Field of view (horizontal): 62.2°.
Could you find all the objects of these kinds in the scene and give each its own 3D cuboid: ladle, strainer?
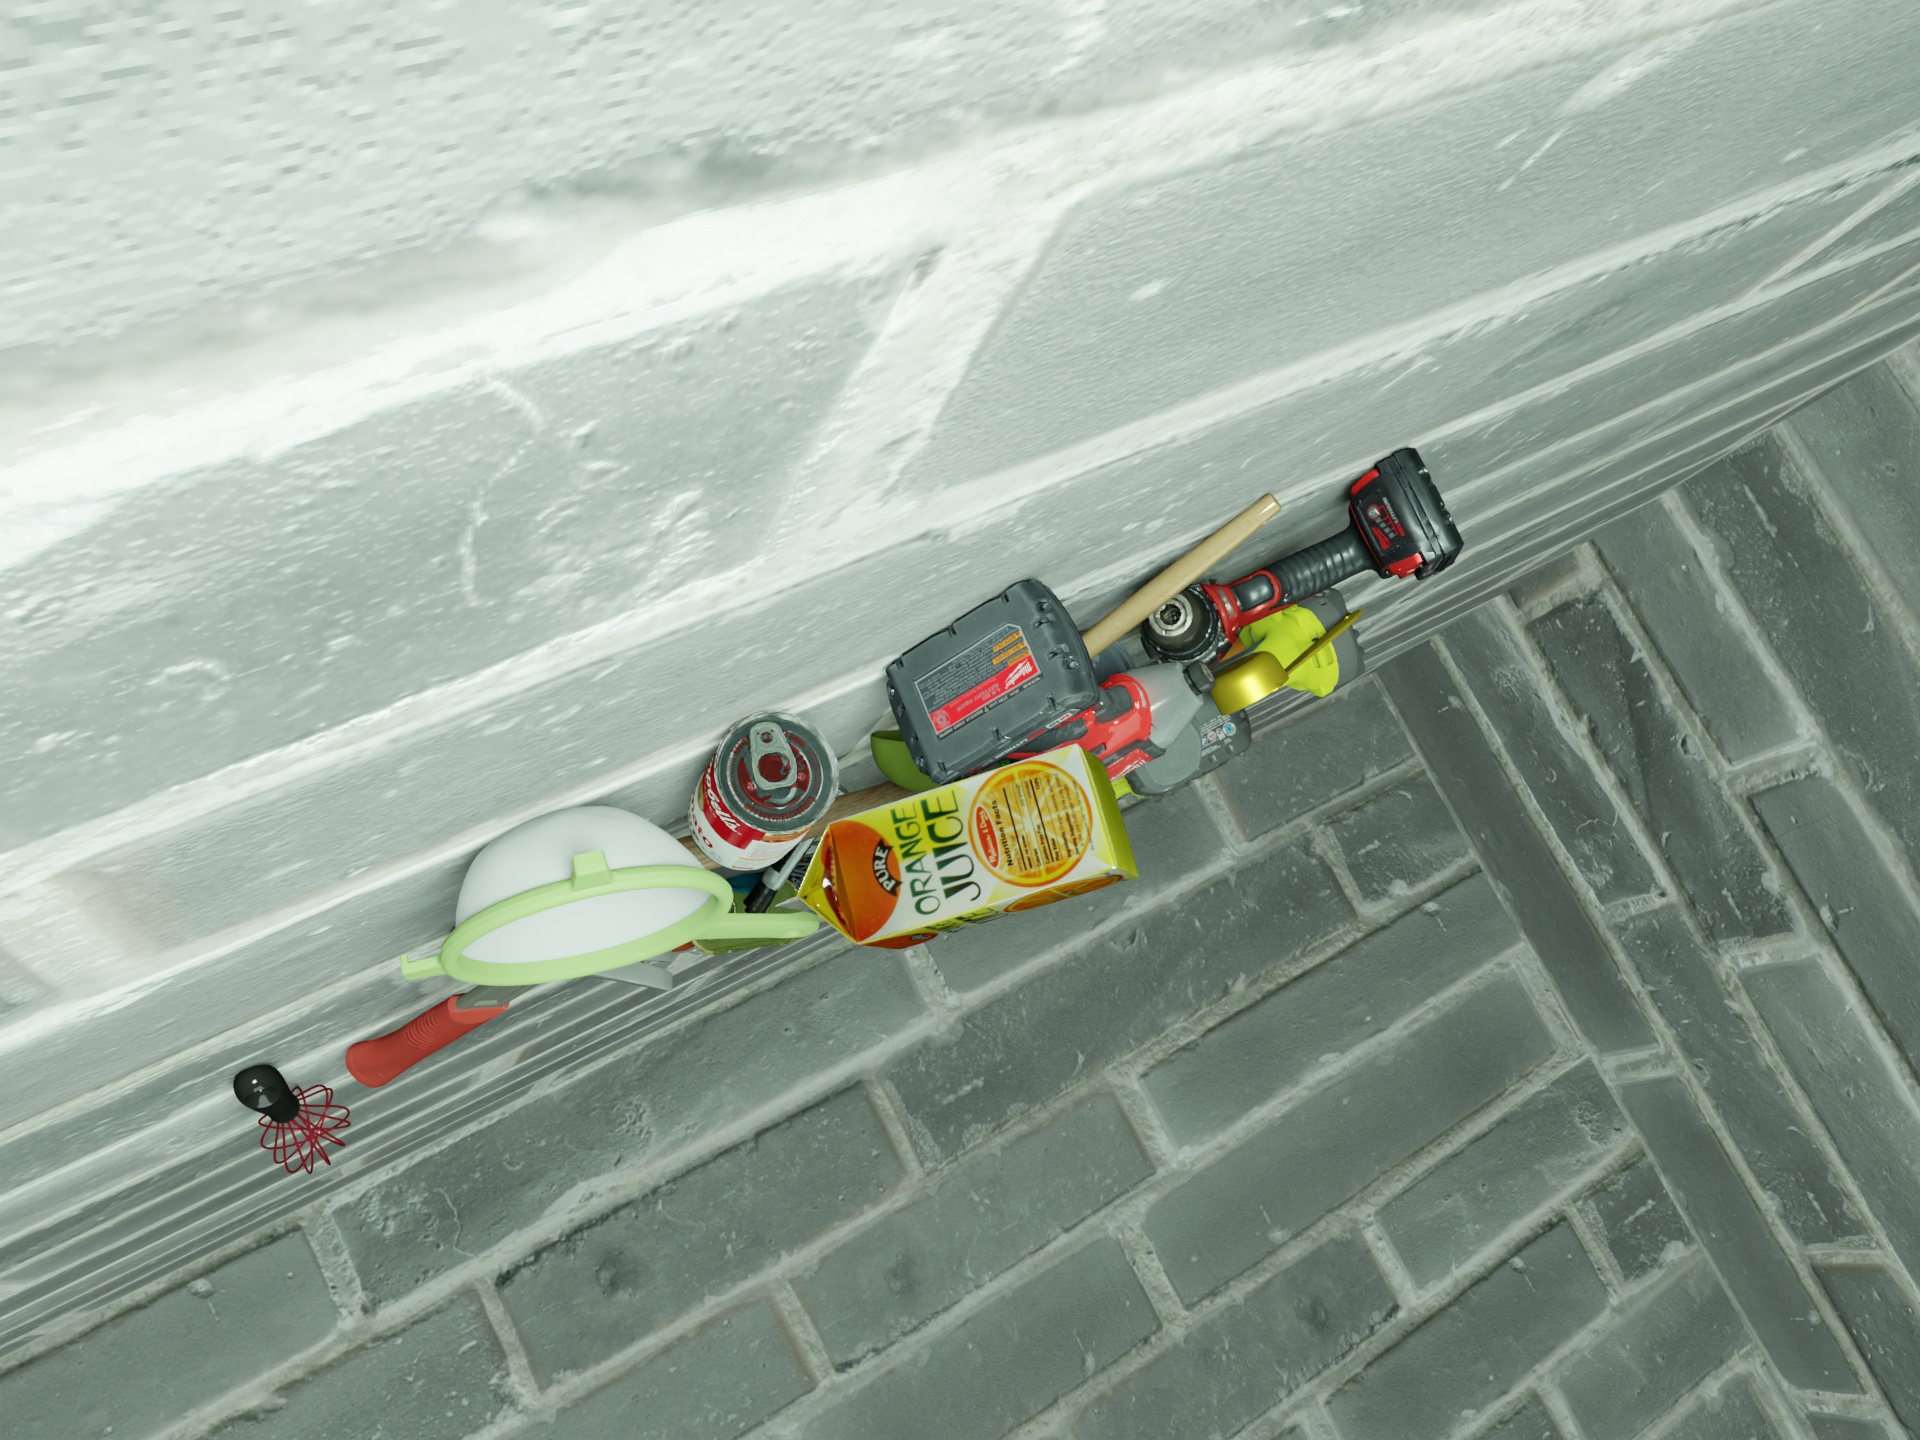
[{"bbox_3d":[0.071,-0.054,1.045,0.320,0.062,0.078,-38,173,19],"label":"ladle"},{"bbox_3d":[-0.170,0.089,0.877,0.151,0.069,0.256,-29,159,28],"label":"strainer"}]

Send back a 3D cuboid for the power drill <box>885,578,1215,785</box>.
[{"bbox_3d":[0.064,-0.008,0.962,0.143,0.079,0.219,-31,158,20],"label":"power drill"}]

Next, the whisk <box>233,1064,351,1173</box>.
[{"bbox_3d":[-0.523,0.305,1.236,0.073,0.073,0.295,-25,165,-21],"label":"whisk"}]

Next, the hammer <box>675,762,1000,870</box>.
[{"bbox_3d":[-0.108,0.071,1.094,0.331,0.031,0.130,-15,-161,-37],"label":"hammer"}]

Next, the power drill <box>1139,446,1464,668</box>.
[{"bbox_3d":[0.228,-0.102,1.113,0.226,0.080,0.188,-26,173,11],"label":"power drill"}]

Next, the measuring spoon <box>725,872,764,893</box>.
[{"bbox_3d":[-0.184,0.120,1.227,0.042,0.021,0.128,5,171,24],"label":"measuring spoon"}]

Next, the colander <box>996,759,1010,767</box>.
[{"bbox_3d":[0.001,0.077,1.472,0.204,0.094,0.397,-13,-173,-10],"label":"colander"}]

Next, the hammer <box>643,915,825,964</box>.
[{"bbox_3d":[-0.093,0.168,1.472,0.410,0.038,0.146,-13,175,11],"label":"hammer"}]

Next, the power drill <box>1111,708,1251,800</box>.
[{"bbox_3d":[0.182,0.037,1.583,0.171,0.080,0.223,-27,176,-17],"label":"power drill"}]

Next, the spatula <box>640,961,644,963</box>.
[{"bbox_3d":[-0.309,0.204,1.386,0.060,0.018,0.315,-10,169,-1],"label":"spatula"}]

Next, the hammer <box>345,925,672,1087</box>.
[{"bbox_3d":[-0.352,0.213,1.147,0.149,0.037,0.359,13,151,-34],"label":"hammer"}]

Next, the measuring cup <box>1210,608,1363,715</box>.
[{"bbox_3d":[0.246,-0.054,1.192,0.156,0.029,0.062,-35,-175,-27],"label":"measuring cup"}]

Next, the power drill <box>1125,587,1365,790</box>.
[{"bbox_3d":[0.191,-0.032,1.292,0.228,0.080,0.191,-28,-160,-14],"label":"power drill"}]

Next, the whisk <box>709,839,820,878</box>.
[{"bbox_3d":[-0.156,0.102,1.227,0.055,0.055,0.239,-32,166,25],"label":"whisk"}]

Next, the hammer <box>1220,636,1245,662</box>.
[{"bbox_3d":[0.172,-0.023,1.553,0.337,0.034,0.127,-31,173,19],"label":"hammer"}]
